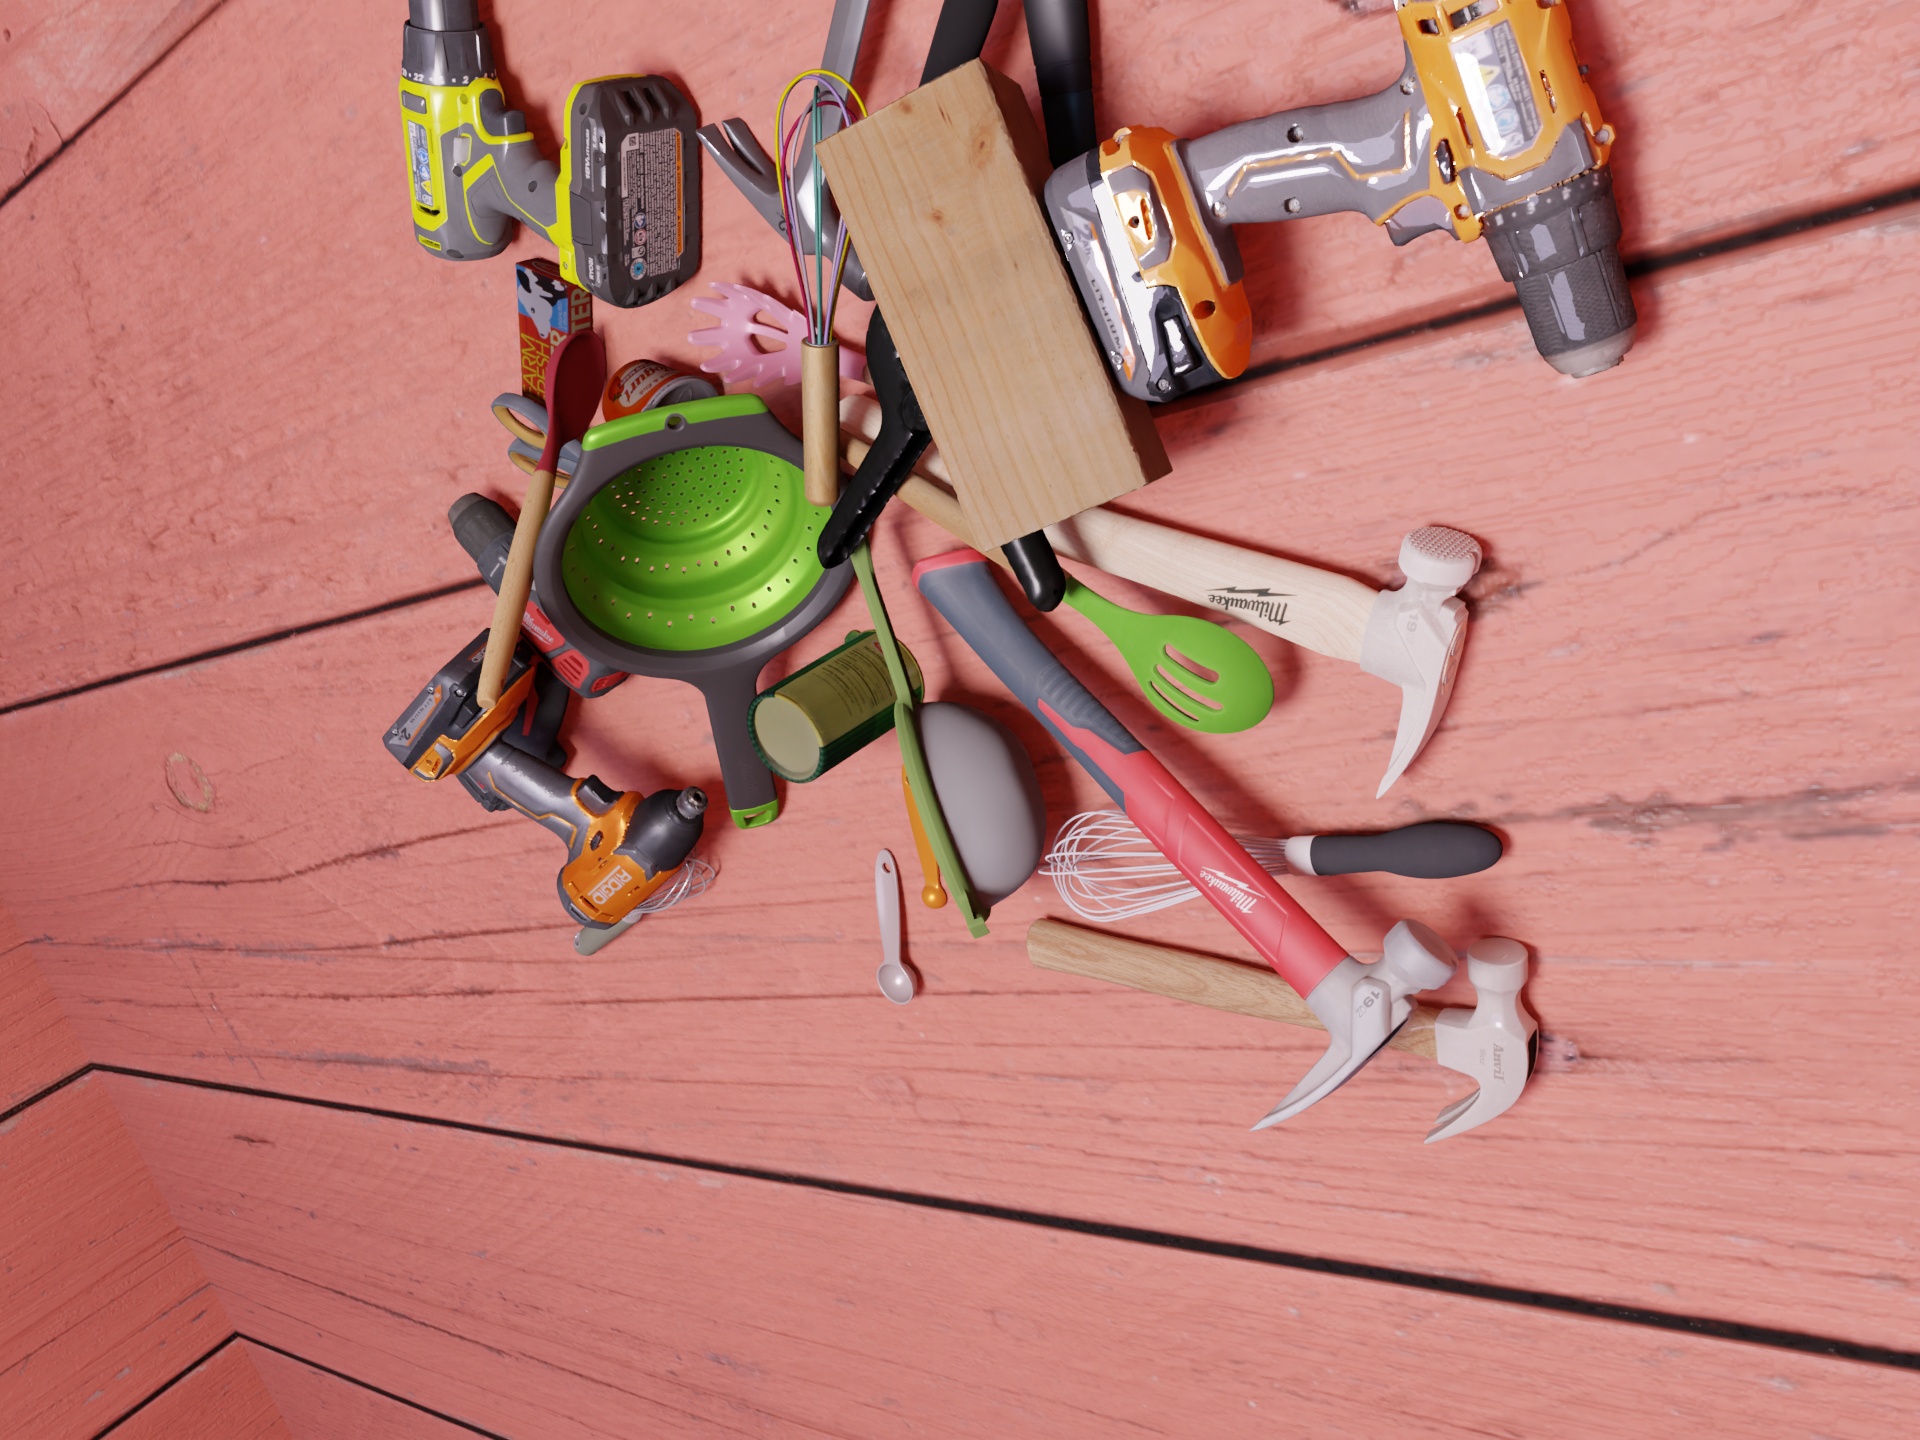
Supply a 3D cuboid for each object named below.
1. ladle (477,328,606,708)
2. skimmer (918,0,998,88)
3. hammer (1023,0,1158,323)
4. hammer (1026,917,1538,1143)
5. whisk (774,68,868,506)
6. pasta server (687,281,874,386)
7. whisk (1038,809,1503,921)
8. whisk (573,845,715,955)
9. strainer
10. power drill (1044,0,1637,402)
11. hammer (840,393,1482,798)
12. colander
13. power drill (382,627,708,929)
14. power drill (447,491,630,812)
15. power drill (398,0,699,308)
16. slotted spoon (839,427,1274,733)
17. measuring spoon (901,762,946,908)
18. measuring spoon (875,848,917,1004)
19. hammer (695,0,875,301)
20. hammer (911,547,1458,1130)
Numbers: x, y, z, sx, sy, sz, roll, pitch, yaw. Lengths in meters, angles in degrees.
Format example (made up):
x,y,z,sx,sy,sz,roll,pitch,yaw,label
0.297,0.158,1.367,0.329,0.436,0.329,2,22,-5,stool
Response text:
x,y,z,sx,sy,sz,roll,pitch,yaw,label
-0.266,-0.134,1.004,0.031,0.316,0.069,-1,142,4,ladle
0.001,-0.405,0.688,0.090,0.127,0.363,9,146,-13,skimmer
0.049,-0.326,0.790,0.128,0.033,0.330,9,119,37,hammer
0.181,0.167,0.964,0.331,0.031,0.130,7,118,38,hammer
-0.074,-0.229,0.875,0.051,0.047,0.244,-113,21,-53,whisk
-0.037,-0.194,0.921,0.316,0.040,0.060,26,118,32,pasta server
0.169,0.079,0.911,0.285,0.070,0.070,-6,110,37,whisk
-0.274,0.156,1.335,0.246,0.059,0.058,-35,45,49,whisk
-0.002,-0.003,0.981,0.069,0.151,0.256,-18,97,5,strainer
0.172,-0.213,0.703,0.226,0.084,0.185,-17,104,30,power drill
0.081,-0.094,0.896,0.411,0.038,0.146,24,129,29,hammer
-0.169,-0.076,1.069,0.396,0.204,0.095,88,165,-49,colander
-0.298,0.041,1.183,0.226,0.084,0.164,44,126,-11,power drill
-0.360,-0.053,1.265,0.188,0.080,0.226,47,132,8,power drill
-0.272,-0.371,1.007,0.229,0.080,0.190,28,129,29,power drill
0.038,-0.086,0.894,0.314,0.031,0.070,36,135,21,slotted spoon
-0.028,0.081,1.104,0.021,0.011,0.116,9,119,37,measuring spoon
-0.047,0.149,1.161,0.034,0.018,0.124,11,113,36,measuring spoon
-0.046,-0.412,0.791,0.144,0.035,0.405,41,140,15,hammer
0.092,0.047,0.905,0.387,0.038,0.143,47,114,24,hammer
